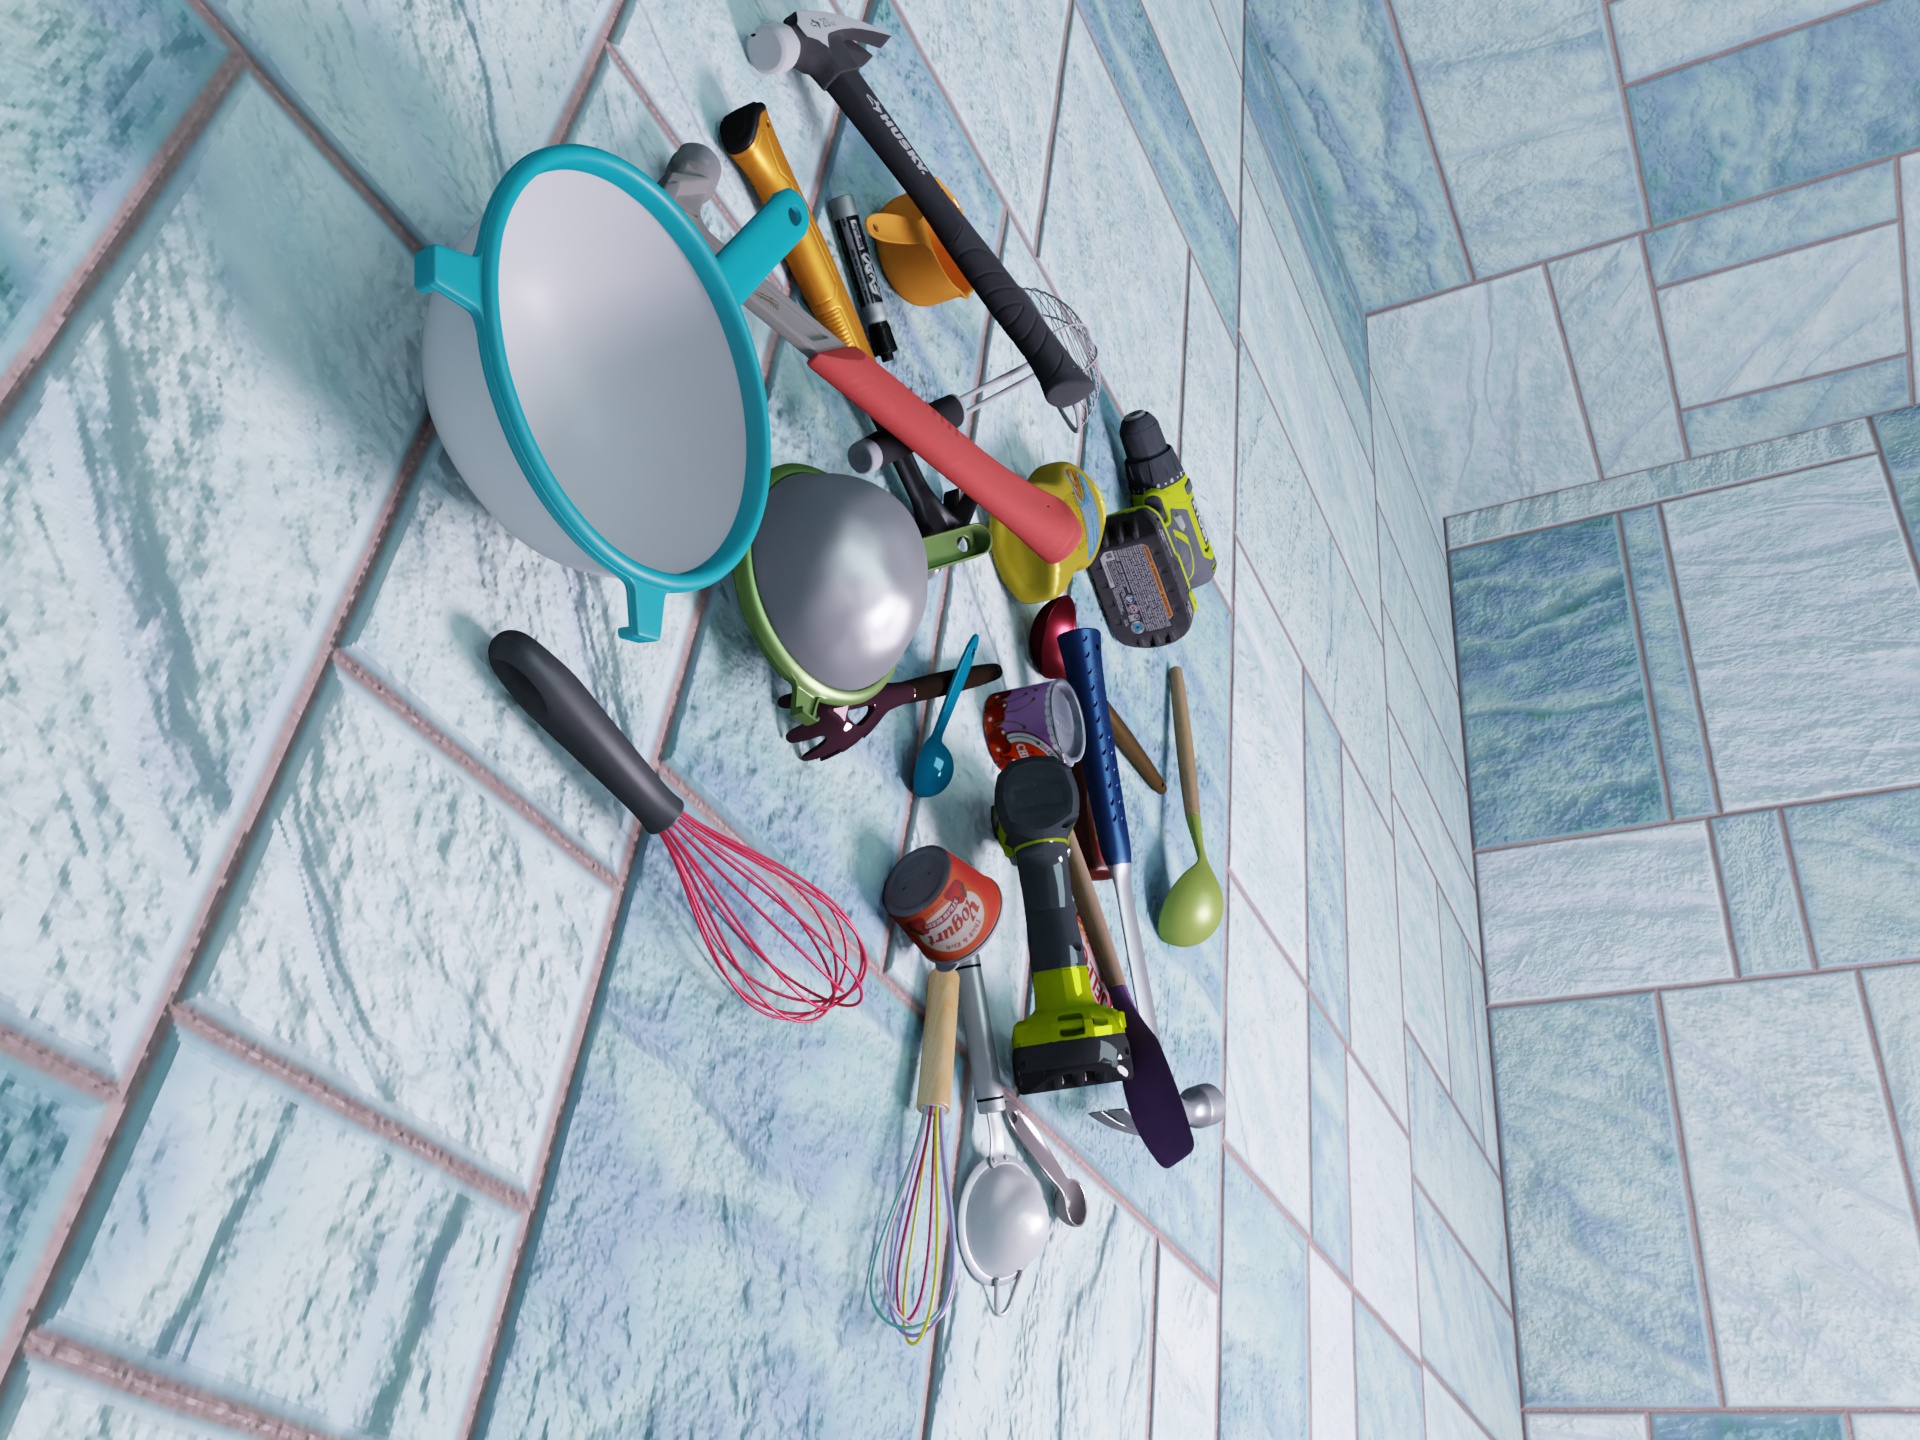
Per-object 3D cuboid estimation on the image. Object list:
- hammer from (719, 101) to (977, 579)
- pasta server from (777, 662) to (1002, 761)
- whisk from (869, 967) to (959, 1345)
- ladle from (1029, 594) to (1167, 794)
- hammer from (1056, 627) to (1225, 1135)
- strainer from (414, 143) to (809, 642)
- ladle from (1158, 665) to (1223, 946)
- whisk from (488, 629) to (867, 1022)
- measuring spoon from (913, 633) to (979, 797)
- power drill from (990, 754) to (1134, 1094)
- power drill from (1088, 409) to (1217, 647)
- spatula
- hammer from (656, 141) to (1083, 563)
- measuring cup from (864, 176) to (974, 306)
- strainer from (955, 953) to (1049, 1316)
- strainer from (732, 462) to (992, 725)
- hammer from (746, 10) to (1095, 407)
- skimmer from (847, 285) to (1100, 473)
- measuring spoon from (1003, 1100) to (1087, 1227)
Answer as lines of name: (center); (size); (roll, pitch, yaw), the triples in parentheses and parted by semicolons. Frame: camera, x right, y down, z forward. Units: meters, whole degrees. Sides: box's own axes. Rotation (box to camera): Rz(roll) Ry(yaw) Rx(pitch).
hammer: (-0.075, -0.267, 1.113); (0.336, 0.034, 0.127); (64, 30, -27)
pasta server: (-0.035, -0.020, 1.099); (0.316, 0.040, 0.060); (-17, 94, -68)
whisk: (-0.021, 0.264, 0.992); (0.047, 0.051, 0.245); (80, 11, -50)
ladle: (0.128, -0.011, 1.423); (0.069, 0.031, 0.315); (-63, 142, -18)
hammer: (0.125, 0.125, 1.259); (0.144, 0.035, 0.406); (4, 73, -50)
strainer: (-0.170, -0.195, 0.814); (0.210, 0.095, 0.341); (64, 29, -29)
ladle: (0.213, 0.075, 1.558); (0.078, 0.062, 0.320); (62, 22, -49)
whisk: (-0.140, 0.062, 0.813); (0.295, 0.073, 0.073); (53, 34, -32)
measuring spoon: (-0.002, -0.004, 1.114); (0.042, 0.021, 0.129); (67, 40, -62)
power drill: (0.064, 0.148, 1.135); (0.171, 0.080, 0.223); (89, -7, -77)
power drill: (0.189, -0.190, 1.573); (0.190, 0.080, 0.229); (67, 25, -22)
spatula: (0.107, 0.177, 1.183); (0.018, 0.059, 0.316); (2, 55, -31)
hammer: (-0.055, -0.202, 1.005); (0.358, 0.036, 0.149); (35, 44, -30)
measuring cup: (-0.046, -0.357, 1.193); (0.173, 0.052, 0.095); (-24, 100, -61)
strainer: (0.023, 0.268, 1.075); (0.086, 0.050, 0.258); (4, 71, -49)
strainer: (-0.033, -0.101, 0.988); (0.256, 0.069, 0.151); (-24, 98, -54)
hammer: (-0.011, -0.368, 1.153); (0.334, 0.035, 0.146); (52, 36, -6)
skimmer: (0.006, -0.238, 1.188); (0.363, 0.090, 0.127); (-39, 109, -49)
measuring spoon: (0.057, 0.321, 1.153); (0.124, 0.018, 0.034); (58, 31, -23)
